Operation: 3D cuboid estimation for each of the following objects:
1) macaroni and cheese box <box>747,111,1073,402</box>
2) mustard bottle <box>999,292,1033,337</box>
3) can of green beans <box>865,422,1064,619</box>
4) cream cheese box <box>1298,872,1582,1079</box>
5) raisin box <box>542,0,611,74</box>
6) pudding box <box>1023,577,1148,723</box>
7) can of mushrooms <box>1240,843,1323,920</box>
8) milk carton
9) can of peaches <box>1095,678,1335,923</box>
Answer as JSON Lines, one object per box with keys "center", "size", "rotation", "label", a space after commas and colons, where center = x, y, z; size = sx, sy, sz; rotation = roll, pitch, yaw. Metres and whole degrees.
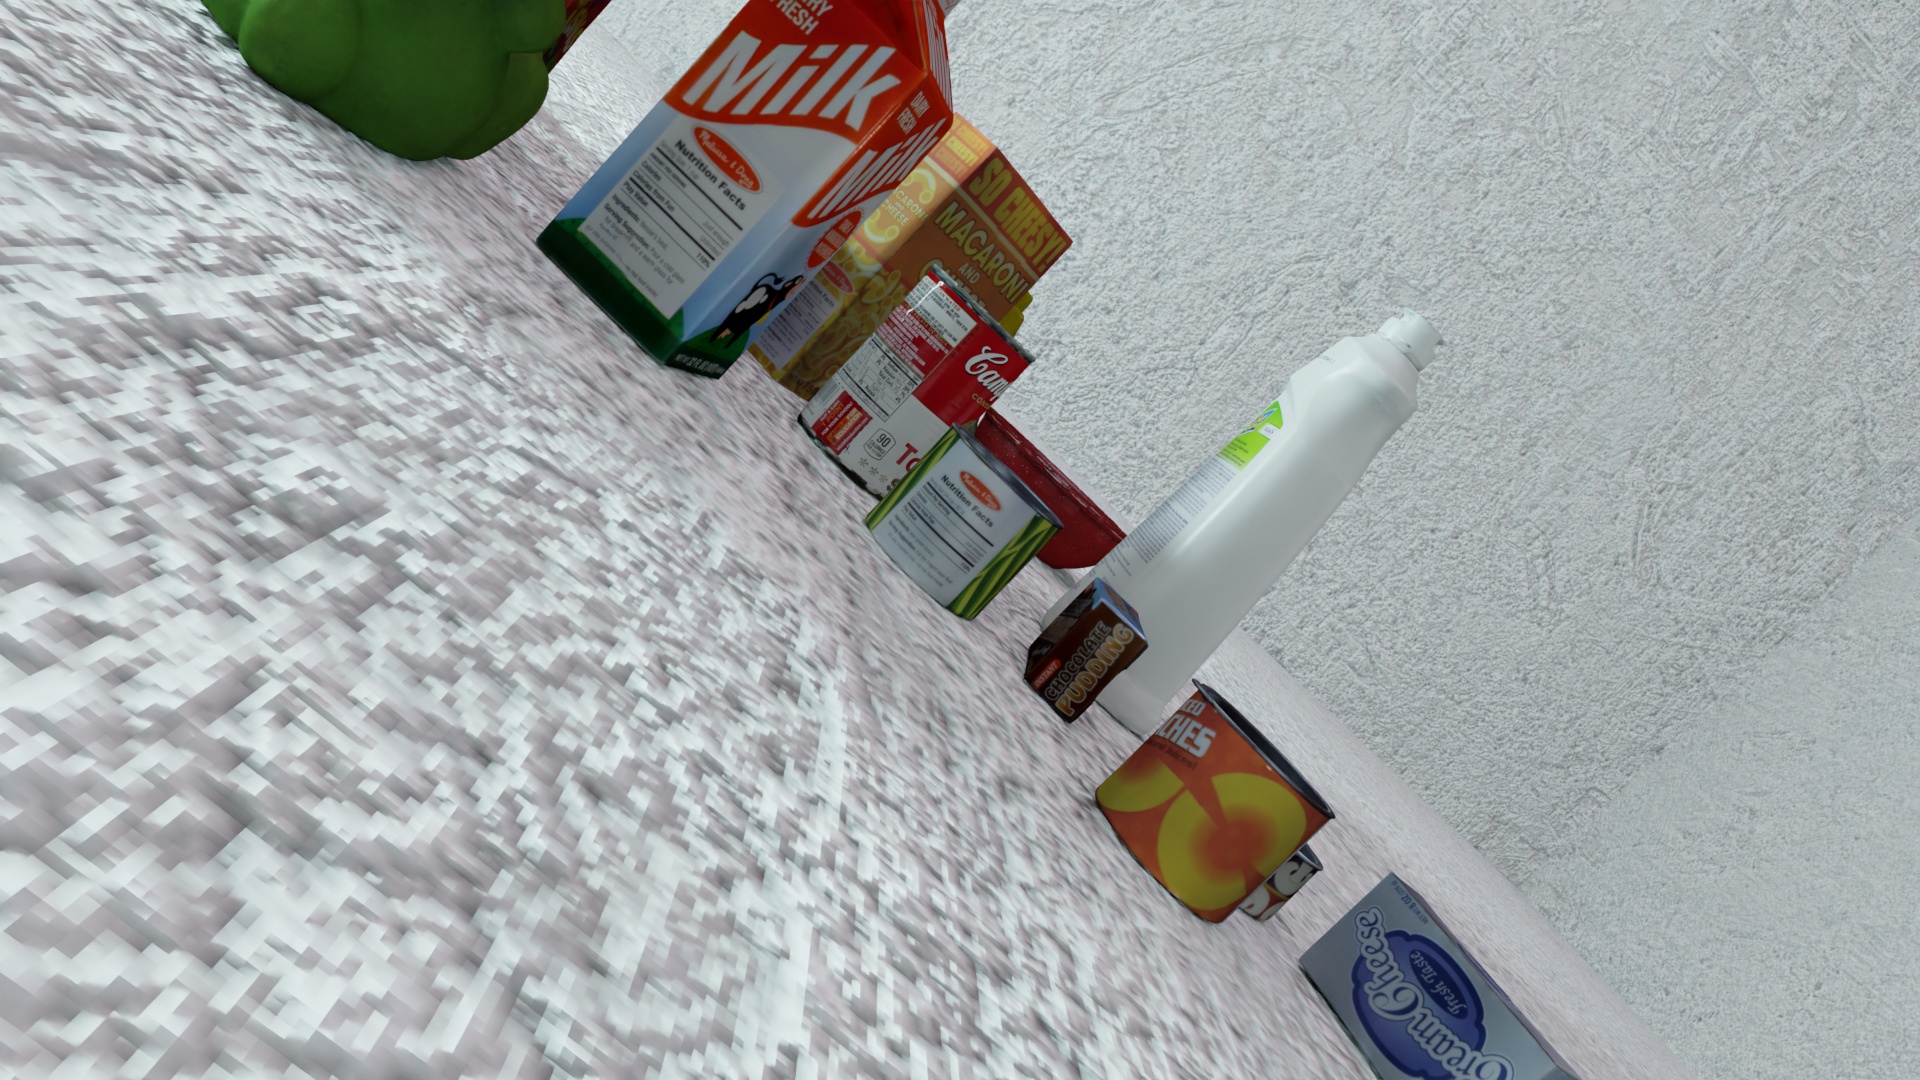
{"center": [-0.026, -0.140, 0.775], "size": [0.040, 0.166, 0.123], "rotation": [47, 8, 26], "label": "macaroni and cheese box"}
{"center": [0.001, -0.132, 0.895], "size": [0.065, 0.160, 0.049], "rotation": [45, 7, 12], "label": "mustard bottle"}
{"center": [0.001, -0.008, 0.602], "size": [0.071, 0.058, 0.071], "rotation": [43, 7, -6], "label": "can of green beans"}
{"center": [0.171, 0.174, 0.505], "size": [0.024, 0.053, 0.104], "rotation": [40, 8, -28], "label": "cream cheese box"}
{"center": [-0.194, -0.247, 0.635], "size": [0.040, 0.123, 0.086], "rotation": [42, 7, -15], "label": "raisin box"}
{"center": [0.056, 0.047, 0.620], "size": [0.030, 0.049, 0.084], "rotation": [44, 7, 0], "label": "pudding box"}
{"center": [0.113, 0.121, 0.573], "size": [0.071, 0.033, 0.071], "rotation": [43, 7, -6], "label": "can of mushrooms"}
{"center": [-0.069, -0.159, 0.554], "size": [0.073, 0.190, 0.072], "rotation": [44, 7, 5], "label": "milk carton"}
{"center": [0.089, 0.094, 0.503], "size": [0.071, 0.058, 0.071], "rotation": [43, 7, -6], "label": "can of peaches"}
